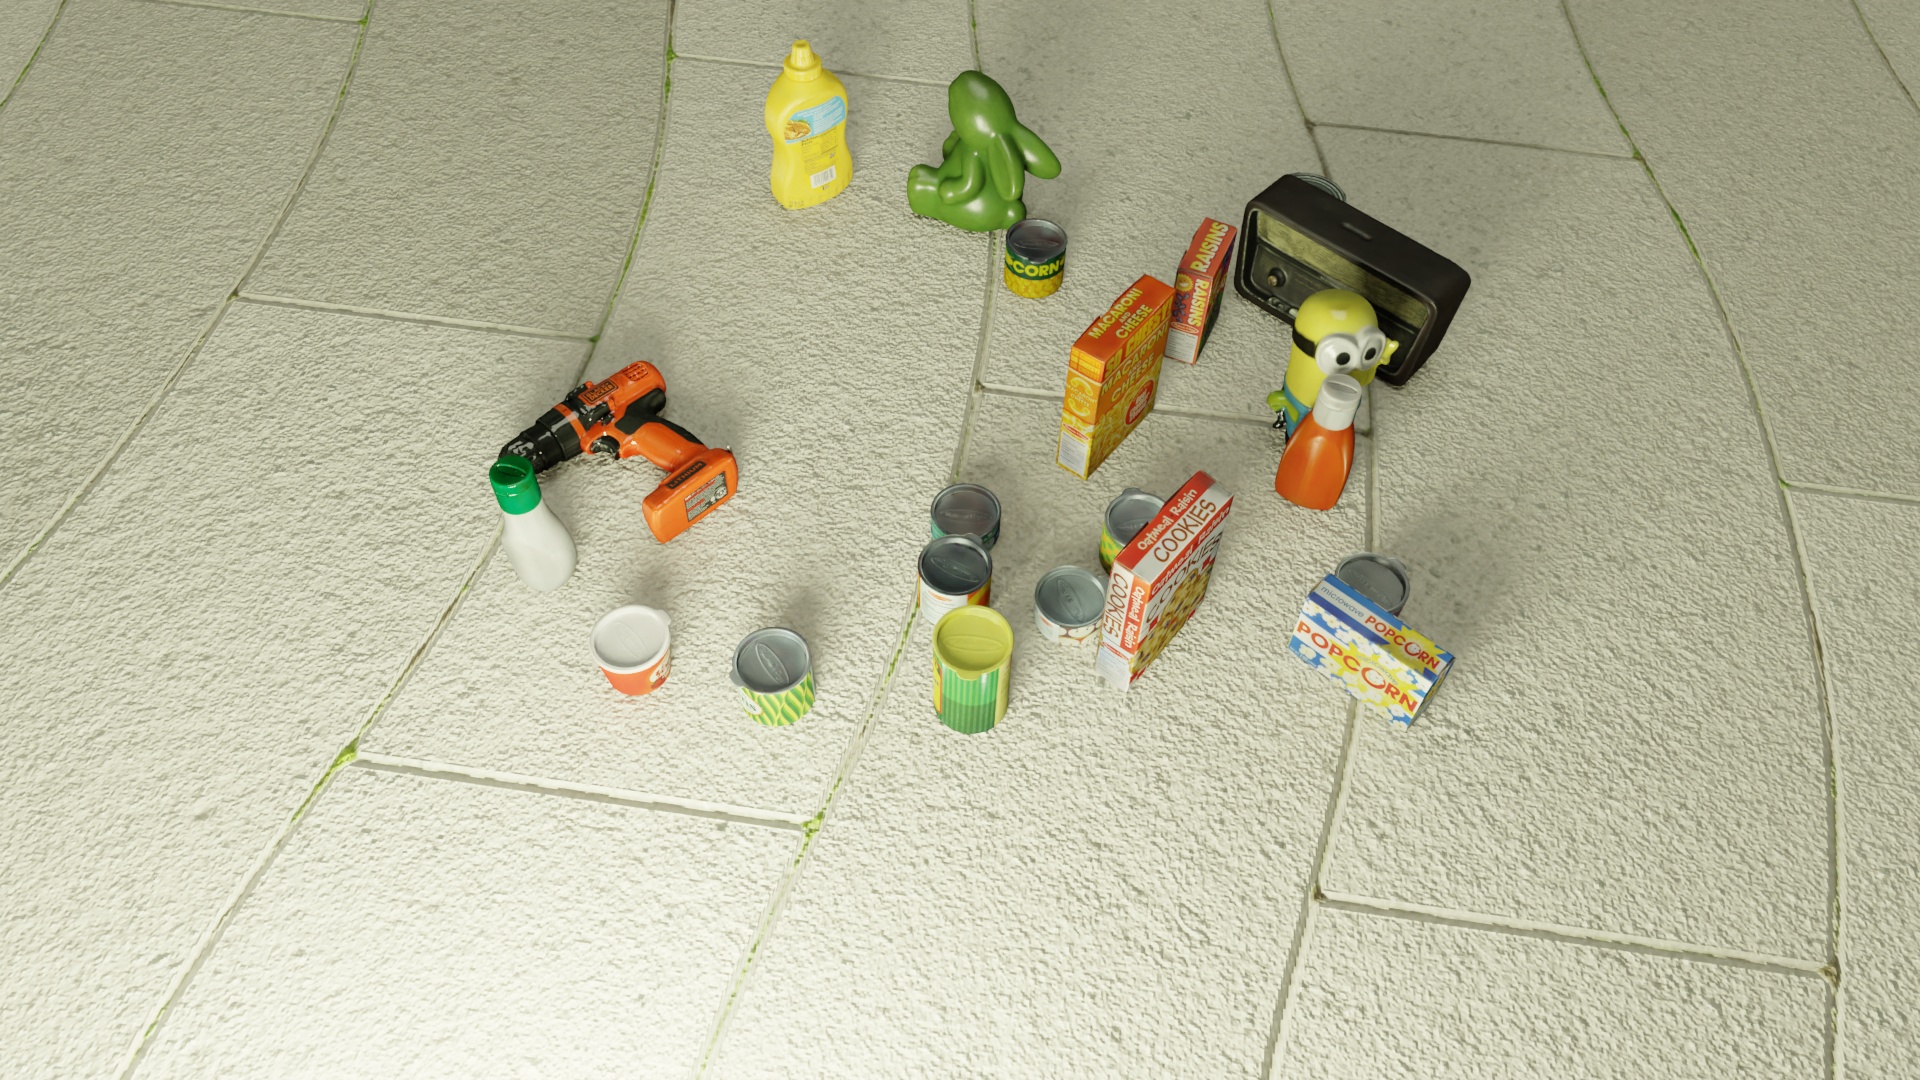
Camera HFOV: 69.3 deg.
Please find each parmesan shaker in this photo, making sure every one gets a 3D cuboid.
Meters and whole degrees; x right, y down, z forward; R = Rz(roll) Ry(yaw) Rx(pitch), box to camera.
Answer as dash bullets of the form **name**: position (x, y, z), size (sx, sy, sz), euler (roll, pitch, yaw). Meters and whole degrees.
- **parmesan shaker**: position (0.009, 0.111, 1.156), size (0.071, 0.102, 0.071), euler (1, 53, -1)

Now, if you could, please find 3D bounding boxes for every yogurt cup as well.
- **yogurt cup**: position (-0.279, 0.097, 1.189), size (0.072, 0.053, 0.073), euler (1, 53, -1)

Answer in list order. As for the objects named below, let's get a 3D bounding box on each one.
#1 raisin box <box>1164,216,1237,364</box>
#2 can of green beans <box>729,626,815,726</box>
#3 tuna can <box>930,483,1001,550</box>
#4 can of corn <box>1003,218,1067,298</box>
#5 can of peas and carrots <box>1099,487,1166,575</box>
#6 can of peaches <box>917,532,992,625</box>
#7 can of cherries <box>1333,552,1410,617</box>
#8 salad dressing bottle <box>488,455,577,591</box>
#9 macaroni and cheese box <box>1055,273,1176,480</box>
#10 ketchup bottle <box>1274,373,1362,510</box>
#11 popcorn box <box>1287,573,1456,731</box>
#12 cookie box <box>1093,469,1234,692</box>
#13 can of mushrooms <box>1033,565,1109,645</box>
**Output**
- **raisin box**: position (0.245, -0.255, 1.426), size (0.040, 0.122, 0.086), euler (21, 55, 14)
- **can of green beans**: position (-0.157, 0.116, 1.176), size (0.071, 0.057, 0.071), euler (1, 53, -1)
- **tuna can**: position (0.005, -0.016, 1.295), size (0.071, 0.032, 0.071), euler (1, 53, -1)
- **can of corn**: position (0.080, -0.302, 1.497), size (0.071, 0.058, 0.071), euler (1, 53, -1)
- **can of peas and carrots**: position (0.161, -0.003, 1.274), size (0.071, 0.058, 0.071), euler (1, 53, -1)
- **can of peaches**: position (-0.004, 0.036, 1.240), size (0.071, 0.057, 0.071), euler (1, 53, -1)
- **can of cherries**: position (0.362, 0.053, 1.238), size (0.071, 0.058, 0.072), euler (1, 53, -1)
- **salad dressing bottle**: position (-0.375, -0.014, 1.212), size (0.064, 0.146, 0.044), euler (16, 55, 10)
- **macaroni and cheese box**: position (0.146, -0.154, 1.320), size (0.040, 0.165, 0.124), euler (32, 59, 20)
- **ketchup bottle**: position (0.337, -0.091, 1.289), size (0.065, 0.148, 0.044), euler (20, 55, 13)
- **popcorn box**: position (0.348, 0.095, 1.189), size (0.127, 0.084, 0.038), euler (37, 61, 23)
- **cookie box**: position (0.169, 0.036, 1.177), size (0.040, 0.166, 0.123), euler (34, 59, 21)
- **can of mushrooms**: position (0.101, 0.058, 1.242), size (0.071, 0.033, 0.071), euler (1, 53, -1)
